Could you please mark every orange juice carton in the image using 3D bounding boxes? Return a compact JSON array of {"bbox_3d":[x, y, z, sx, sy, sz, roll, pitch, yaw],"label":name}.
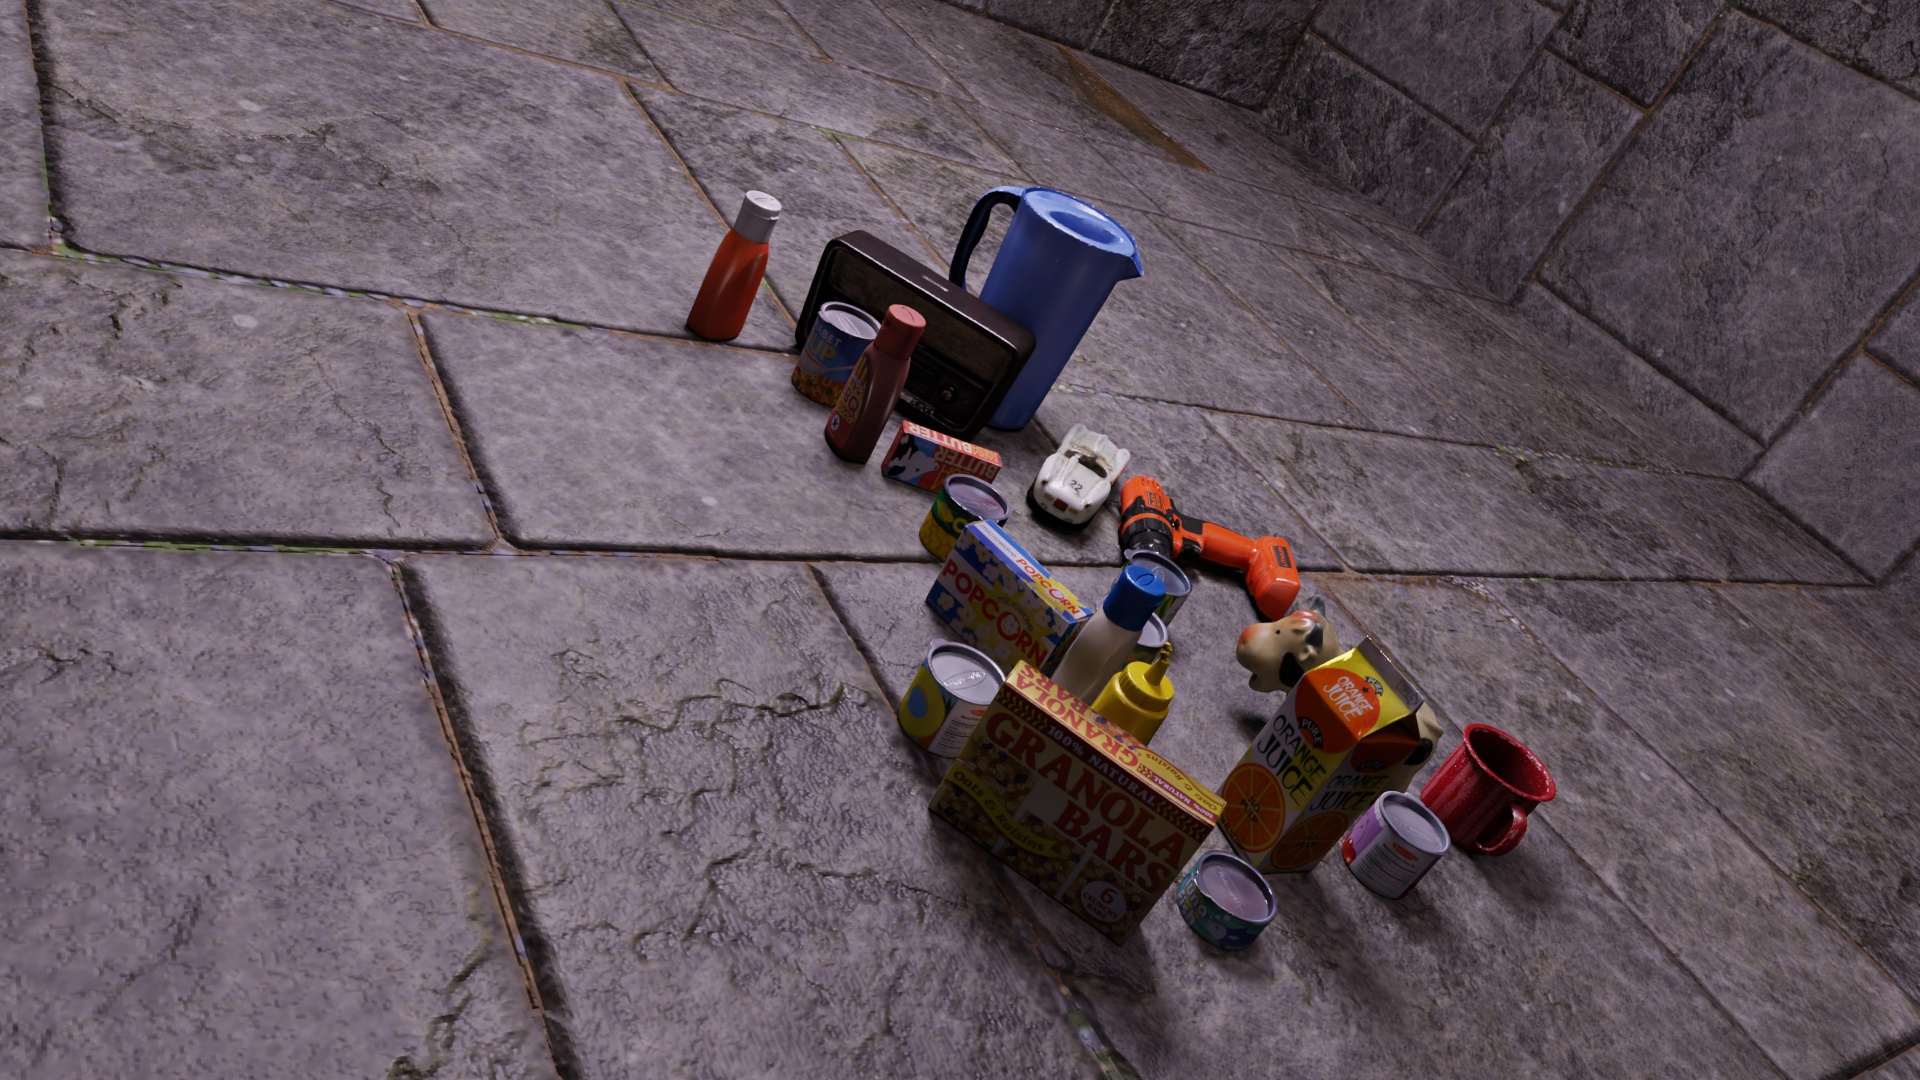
[{"bbox_3d":[0.278,0.165,1.063,0.073,0.191,0.072,7,36,-34],"label":"orange juice carton"}]

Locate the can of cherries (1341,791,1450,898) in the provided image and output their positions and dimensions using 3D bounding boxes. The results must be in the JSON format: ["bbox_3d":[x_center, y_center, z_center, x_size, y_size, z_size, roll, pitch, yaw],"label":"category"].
[{"bbox_3d":[0.356,0.248,1.137,0.071,0.058,0.072,22,30,-13],"label":"can of cherries"}]

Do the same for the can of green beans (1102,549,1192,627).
[{"bbox_3d":[0.172,0.051,1.289,0.071,0.057,0.071,22,30,-13],"label":"can of green beans"}]

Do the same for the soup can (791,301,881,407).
[{"bbox_3d":[-0.125,-0.184,1.376,0.071,0.083,0.072,22,30,-13],"label":"soup can"}]

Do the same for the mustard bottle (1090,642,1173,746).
[{"bbox_3d":[0.112,0.136,0.998,0.049,0.159,0.065,38,30,16],"label":"mustard bottle"}]

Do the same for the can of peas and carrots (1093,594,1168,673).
[{"bbox_3d":[0.134,0.089,1.196,0.071,0.058,0.071,22,30,-13],"label":"can of peas and carrots"}]

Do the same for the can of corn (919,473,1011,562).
[{"bbox_3d":[0.004,-0.016,1.249,0.071,0.058,0.071,22,30,-13],"label":"can of corn"}]

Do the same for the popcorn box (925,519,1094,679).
[{"bbox_3d":[0.038,0.055,1.140,0.127,0.084,0.038,43,32,24],"label":"popcorn box"}]

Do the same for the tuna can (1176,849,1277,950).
[{"bbox_3d":[0.190,0.259,1.002,0.071,0.032,0.071,22,30,-13],"label":"tuna can"}]

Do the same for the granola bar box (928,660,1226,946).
[{"bbox_3d":[0.076,0.178,0.937,0.166,0.123,0.039,34,29,9],"label":"granola bar box"}]

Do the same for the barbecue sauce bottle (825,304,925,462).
[{"bbox_3d":[-0.078,-0.148,1.293,0.044,0.147,0.065,10,34,-31],"label":"barbecue sauce bottle"}]

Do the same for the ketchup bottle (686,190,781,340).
[{"bbox_3d":[-0.218,-0.269,1.362,0.043,0.148,0.065,38,30,16],"label":"ketchup bottle"}]

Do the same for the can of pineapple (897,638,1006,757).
[{"bbox_3d":[-0.007,0.117,1.030,0.071,0.057,0.071,22,30,-13],"label":"can of pineapple"}]

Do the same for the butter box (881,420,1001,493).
[{"bbox_3d":[-0.018,-0.073,1.325,0.103,0.053,0.024,18,31,-19],"label":"butter box"}]

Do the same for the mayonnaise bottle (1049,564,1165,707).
[{"bbox_3d":[0.109,0.085,1.088,0.041,0.147,0.065,40,30,18],"label":"mayonnaise bottle"}]
